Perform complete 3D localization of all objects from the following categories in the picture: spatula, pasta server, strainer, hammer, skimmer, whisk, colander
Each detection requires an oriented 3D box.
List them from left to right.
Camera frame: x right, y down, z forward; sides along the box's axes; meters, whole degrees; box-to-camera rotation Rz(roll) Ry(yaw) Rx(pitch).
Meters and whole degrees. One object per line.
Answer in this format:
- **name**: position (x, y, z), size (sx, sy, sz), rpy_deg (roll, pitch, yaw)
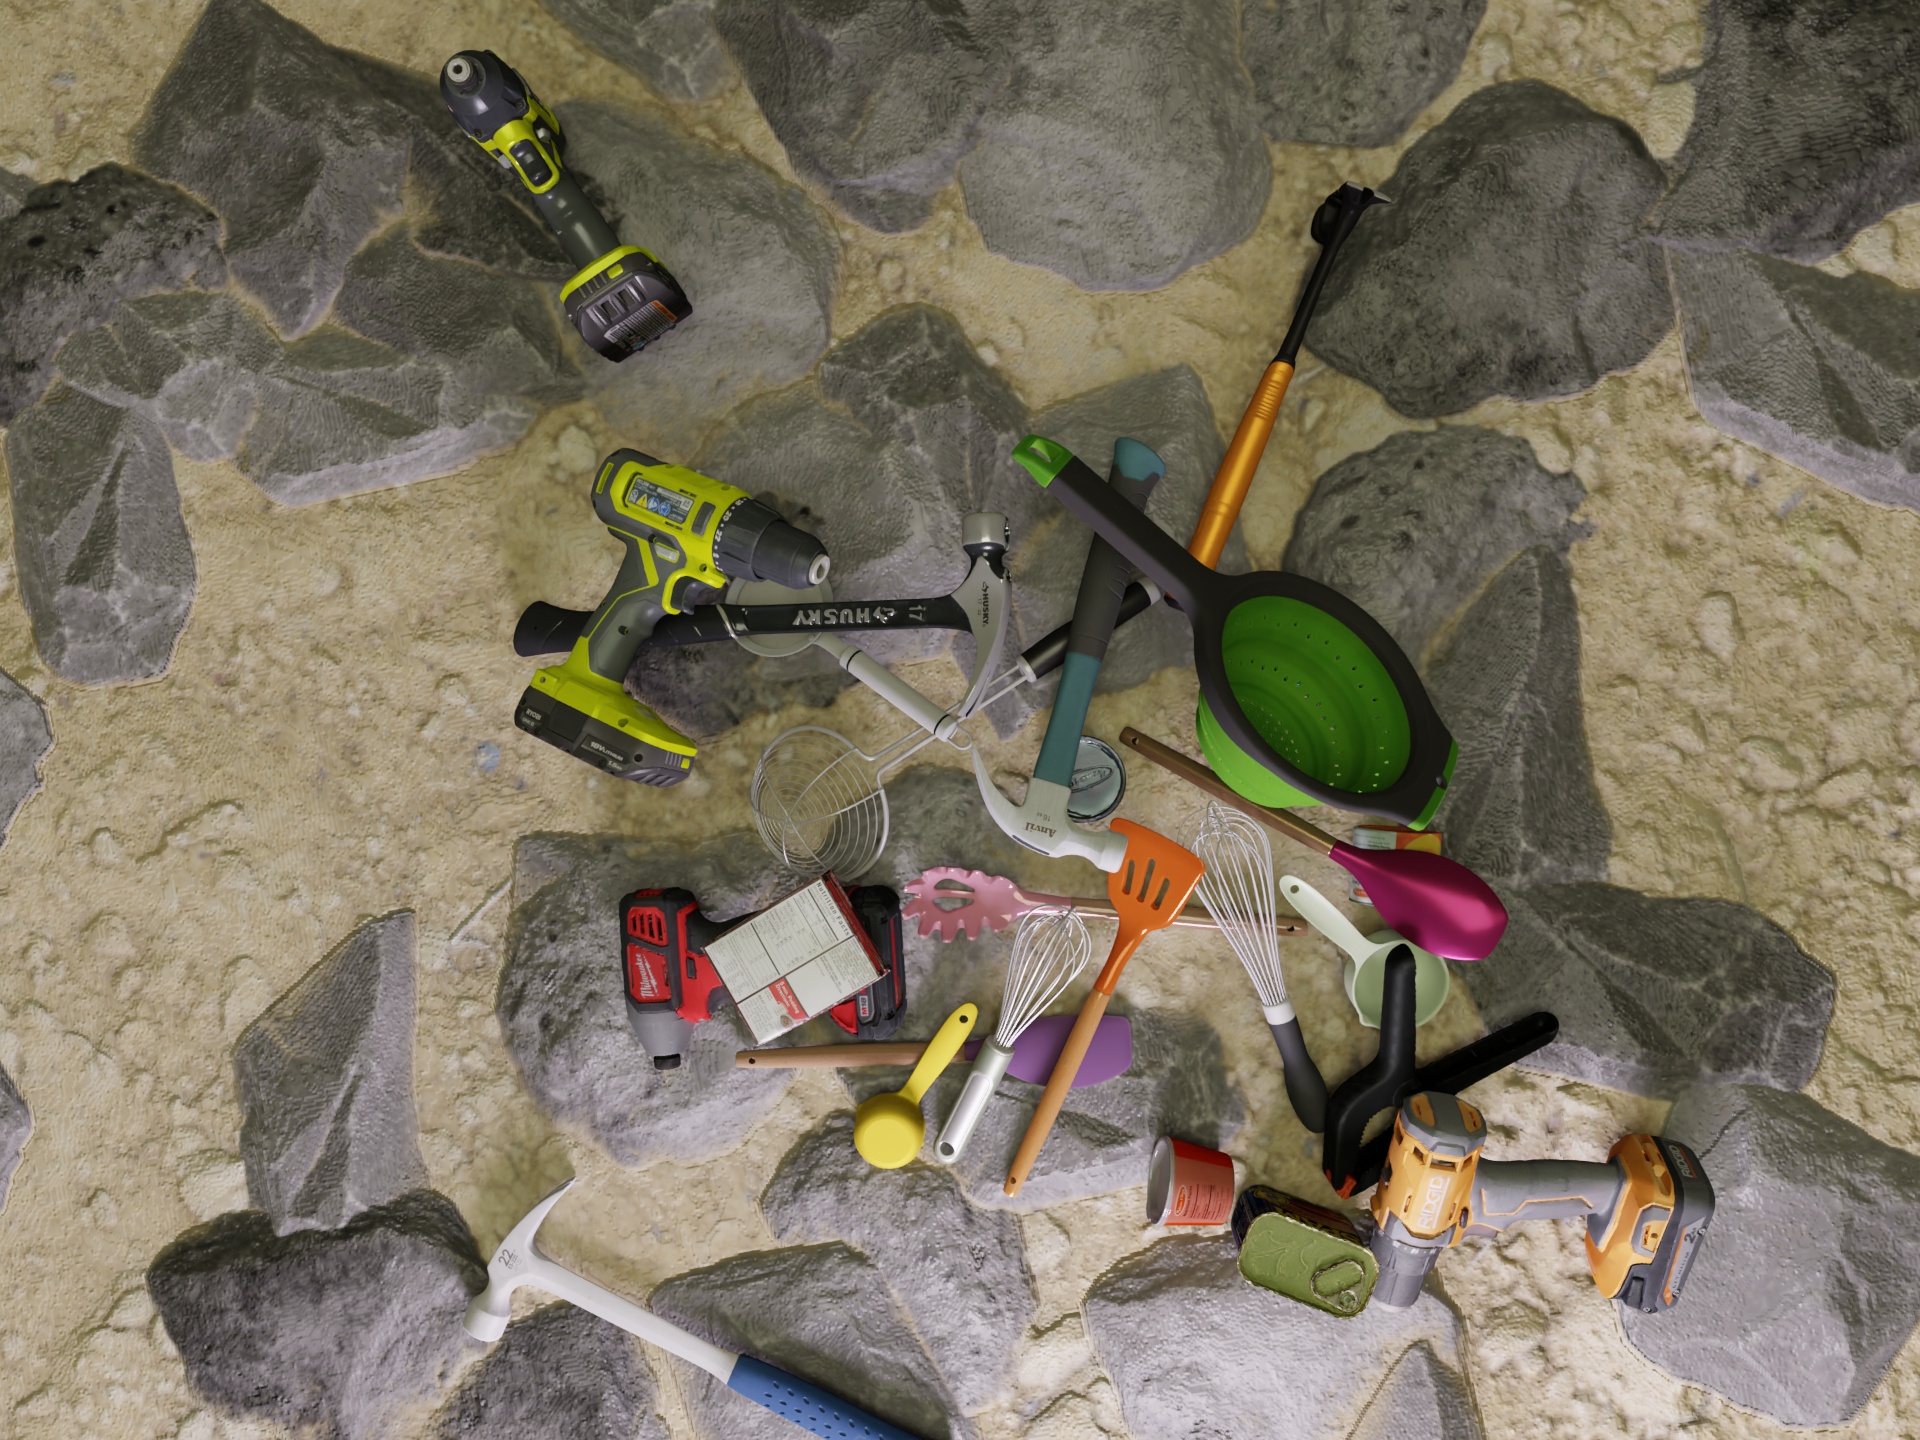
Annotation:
- **hammer**: position (-0.189, 0.508, 1.270), size (0.405, 0.035, 0.144), rpy_deg (26, 93, 3)
- **hammer**: position (-0.159, -0.071, 1.213), size (0.409, 0.036, 0.149), rpy_deg (-2, 83, 18)
- **strainer**: position (-0.090, -0.050, 1.225), size (0.259, 0.050, 0.087), rpy_deg (36, 80, 22)
- **spatula**: position (-0.022, 0.266, 1.265), size (0.316, 0.018, 0.060), rpy_deg (-2, 95, 3)
- **skimmer**: position (-0.002, -0.004, 1.254), size (0.363, 0.090, 0.127), rpy_deg (-33, 84, -7)
- **whisk**: position (0.034, 0.244, 1.225), size (0.058, 0.059, 0.246), rpy_deg (29, 109, 12)
- **spatula**: position (0.096, 0.230, 1.226), size (0.081, 0.041, 0.322), rpy_deg (27, 102, 22)
- **hammer**: position (0.098, -0.059, 1.204), size (0.128, 0.033, 0.331), rpy_deg (15, 76, 1)
- **pasta server**: position (0.113, 0.151, 1.245), size (0.316, 0.040, 0.060), rpy_deg (5, 100, 2)
- **colander**: position (0.180, -0.055, 1.173), size (0.397, 0.204, 0.094), rpy_deg (40, 137, -1)
- **whisk**: position (0.234, 0.191, 1.217), size (0.070, 0.070, 0.284), rpy_deg (-20, 103, 4)
- **hammer**: position (0.232, -0.238, 1.201), size (0.034, 0.127, 0.337), rpy_deg (22, 98, -2)

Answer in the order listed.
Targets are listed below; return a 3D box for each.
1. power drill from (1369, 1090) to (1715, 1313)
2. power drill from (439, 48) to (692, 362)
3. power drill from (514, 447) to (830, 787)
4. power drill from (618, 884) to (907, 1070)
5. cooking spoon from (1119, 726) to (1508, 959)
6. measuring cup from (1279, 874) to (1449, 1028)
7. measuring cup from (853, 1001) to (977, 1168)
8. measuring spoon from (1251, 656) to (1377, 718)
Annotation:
- **power drill**: position (0.422, 0.381, 1.197), size (0.226, 0.084, 0.185), rpy_deg (9, 113, 1)
- **power drill**: position (-0.304, -0.391, 1.199), size (0.080, 0.171, 0.223), rpy_deg (-33, 92, 4)
- **power drill**: position (-0.214, -0.071, 1.175), size (0.191, 0.080, 0.228), rpy_deg (24, 90, 20)
- **power drill**: position (-0.157, 0.199, 1.246), size (0.219, 0.078, 0.143), rpy_deg (-3, 91, 6)
- **cooking spoon**: position (0.258, 0.084, 1.200), size (0.319, 0.017, 0.068), rpy_deg (30, 100, 20)
- **measuring cup**: position (0.300, 0.168, 1.217), size (0.167, 0.038, 0.083), rpy_deg (42, 97, -11)
- **measuring cup**: position (-0.031, 0.286, 1.245), size (0.062, 0.029, 0.156), rpy_deg (31, 105, -4)
- **measuring spoon**: position (0.273, -0.035, 1.245), size (0.128, 0.021, 0.042), rpy_deg (21, 99, 12)
